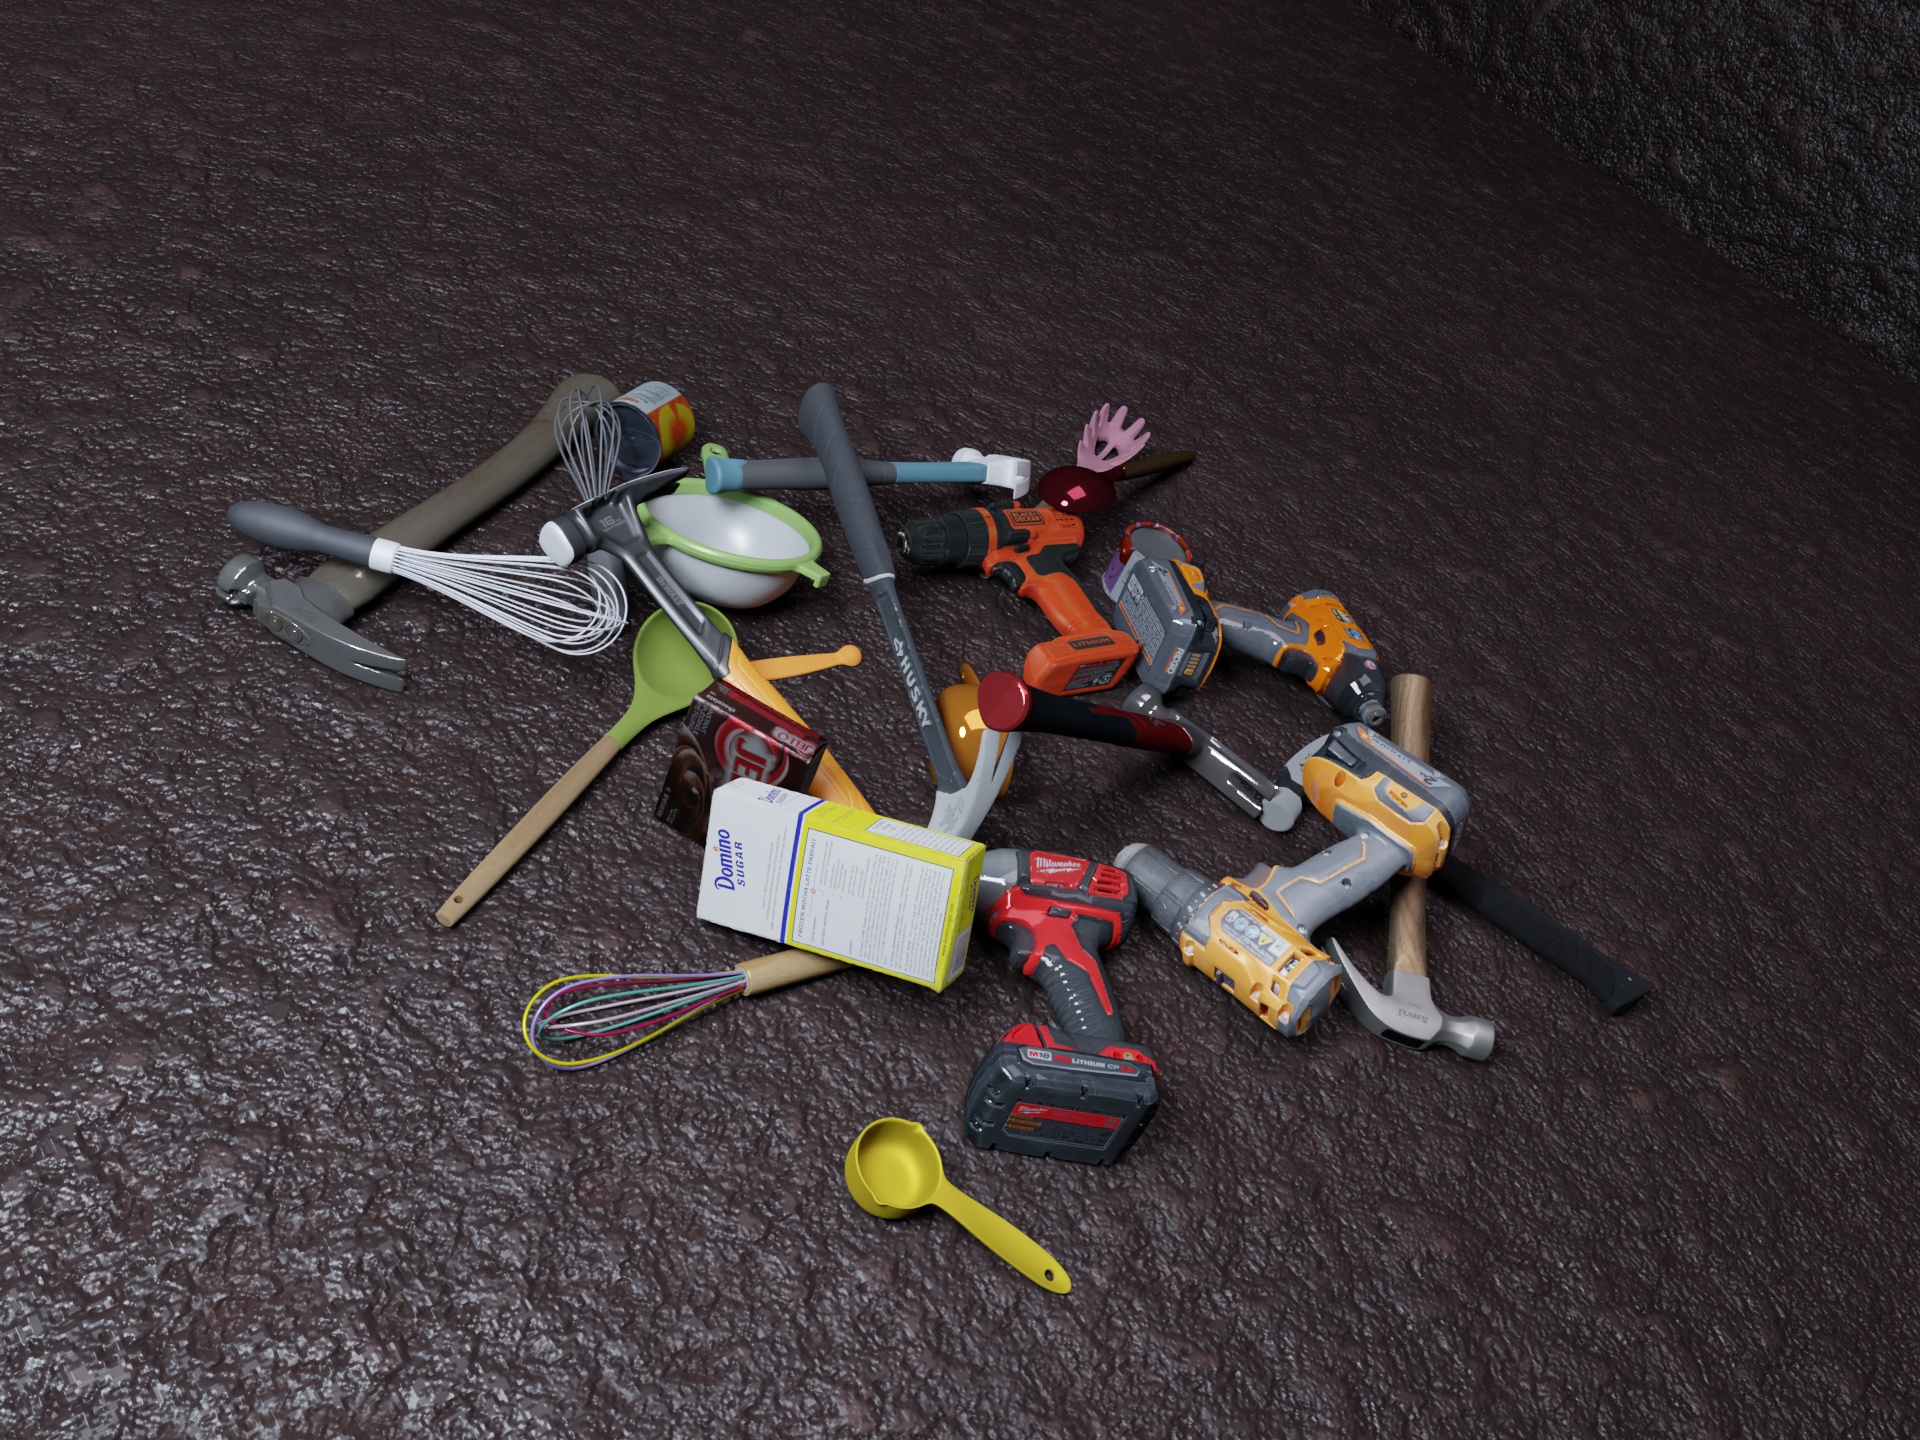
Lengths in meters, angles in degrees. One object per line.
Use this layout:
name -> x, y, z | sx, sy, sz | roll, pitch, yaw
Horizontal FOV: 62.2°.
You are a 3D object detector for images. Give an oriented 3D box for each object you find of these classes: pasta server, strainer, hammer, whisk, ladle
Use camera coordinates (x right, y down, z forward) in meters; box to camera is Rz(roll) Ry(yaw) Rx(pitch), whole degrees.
pasta server -> 0.096, -0.217, 1.509 | 0.060, 0.040, 0.316 | 36, 44, 5
strainer -> -0.200, -0.157, 1.306 | 0.151, 0.069, 0.257 | 11, 26, -18
hammer -> 0.350, 0.099, 1.252 | 0.130, 0.031, 0.332 | 15, 55, -5
whisk -> -0.374, -0.107, 1.124 | 0.284, 0.070, 0.070 | 16, 42, -6
hammer -> -0.075, -0.212, 1.362 | 0.331, 0.033, 0.128 | -8, 18, -39
hammer -> 0.411, 0.127, 1.299 | 0.335, 0.035, 0.146 | 35, 44, 12
hammer -> 0.120, 0.013, 1.140 | 0.143, 0.038, 0.386 | 40, 13, 22
ladle -> 0.163, -0.237, 1.520 | 0.069, 0.031, 0.315 | 29, 26, 21
hammer -> -0.378, -0.170, 1.248 | 0.146, 0.038, 0.411 | 29, 42, 4
hammer -> -0.054, -0.093, 1.183 | 0.036, 0.149, 0.409 | 0, 56, -32
whisk -> -0.286, -0.170, 1.261 | 0.055, 0.055, 0.239 | 0, 60, -25
hammer -> -0.149, -0.028, 1.128 | 0.337, 0.034, 0.127 | 52, 48, 2
whisk -> -0.157, 0.164, 1.001 | 0.245, 0.051, 0.047 | -10, 46, -36
ladle -> -0.253, 0.023, 1.092 | 0.078, 0.062, 0.320 | 27, 44, 8

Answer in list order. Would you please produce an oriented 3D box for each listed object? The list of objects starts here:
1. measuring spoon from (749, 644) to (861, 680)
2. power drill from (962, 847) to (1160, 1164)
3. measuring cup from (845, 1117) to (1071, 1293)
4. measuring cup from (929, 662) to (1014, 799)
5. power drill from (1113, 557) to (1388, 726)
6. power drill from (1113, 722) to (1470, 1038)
measuring spoon -> -0.128, -0.046, 1.251 | 0.117, 0.011, 0.021 | -11, 52, -32
power drill -> 0.054, 0.175, 1.061 | 0.143, 0.078, 0.220 | 12, 40, -13
measuring cup -> -0.002, 0.299, 0.951 | 0.156, 0.029, 0.062 | 37, 42, -3
measuring cup -> -0.002, -0.004, 1.228 | 0.052, 0.095, 0.174 | 1, 27, -14
power drill -> 0.262, -0.061, 1.381 | 0.226, 0.084, 0.164 | 8, 35, -21
power drill -> 0.241, 0.102, 1.175 | 0.226, 0.084, 0.185 | -41, 58, -21
